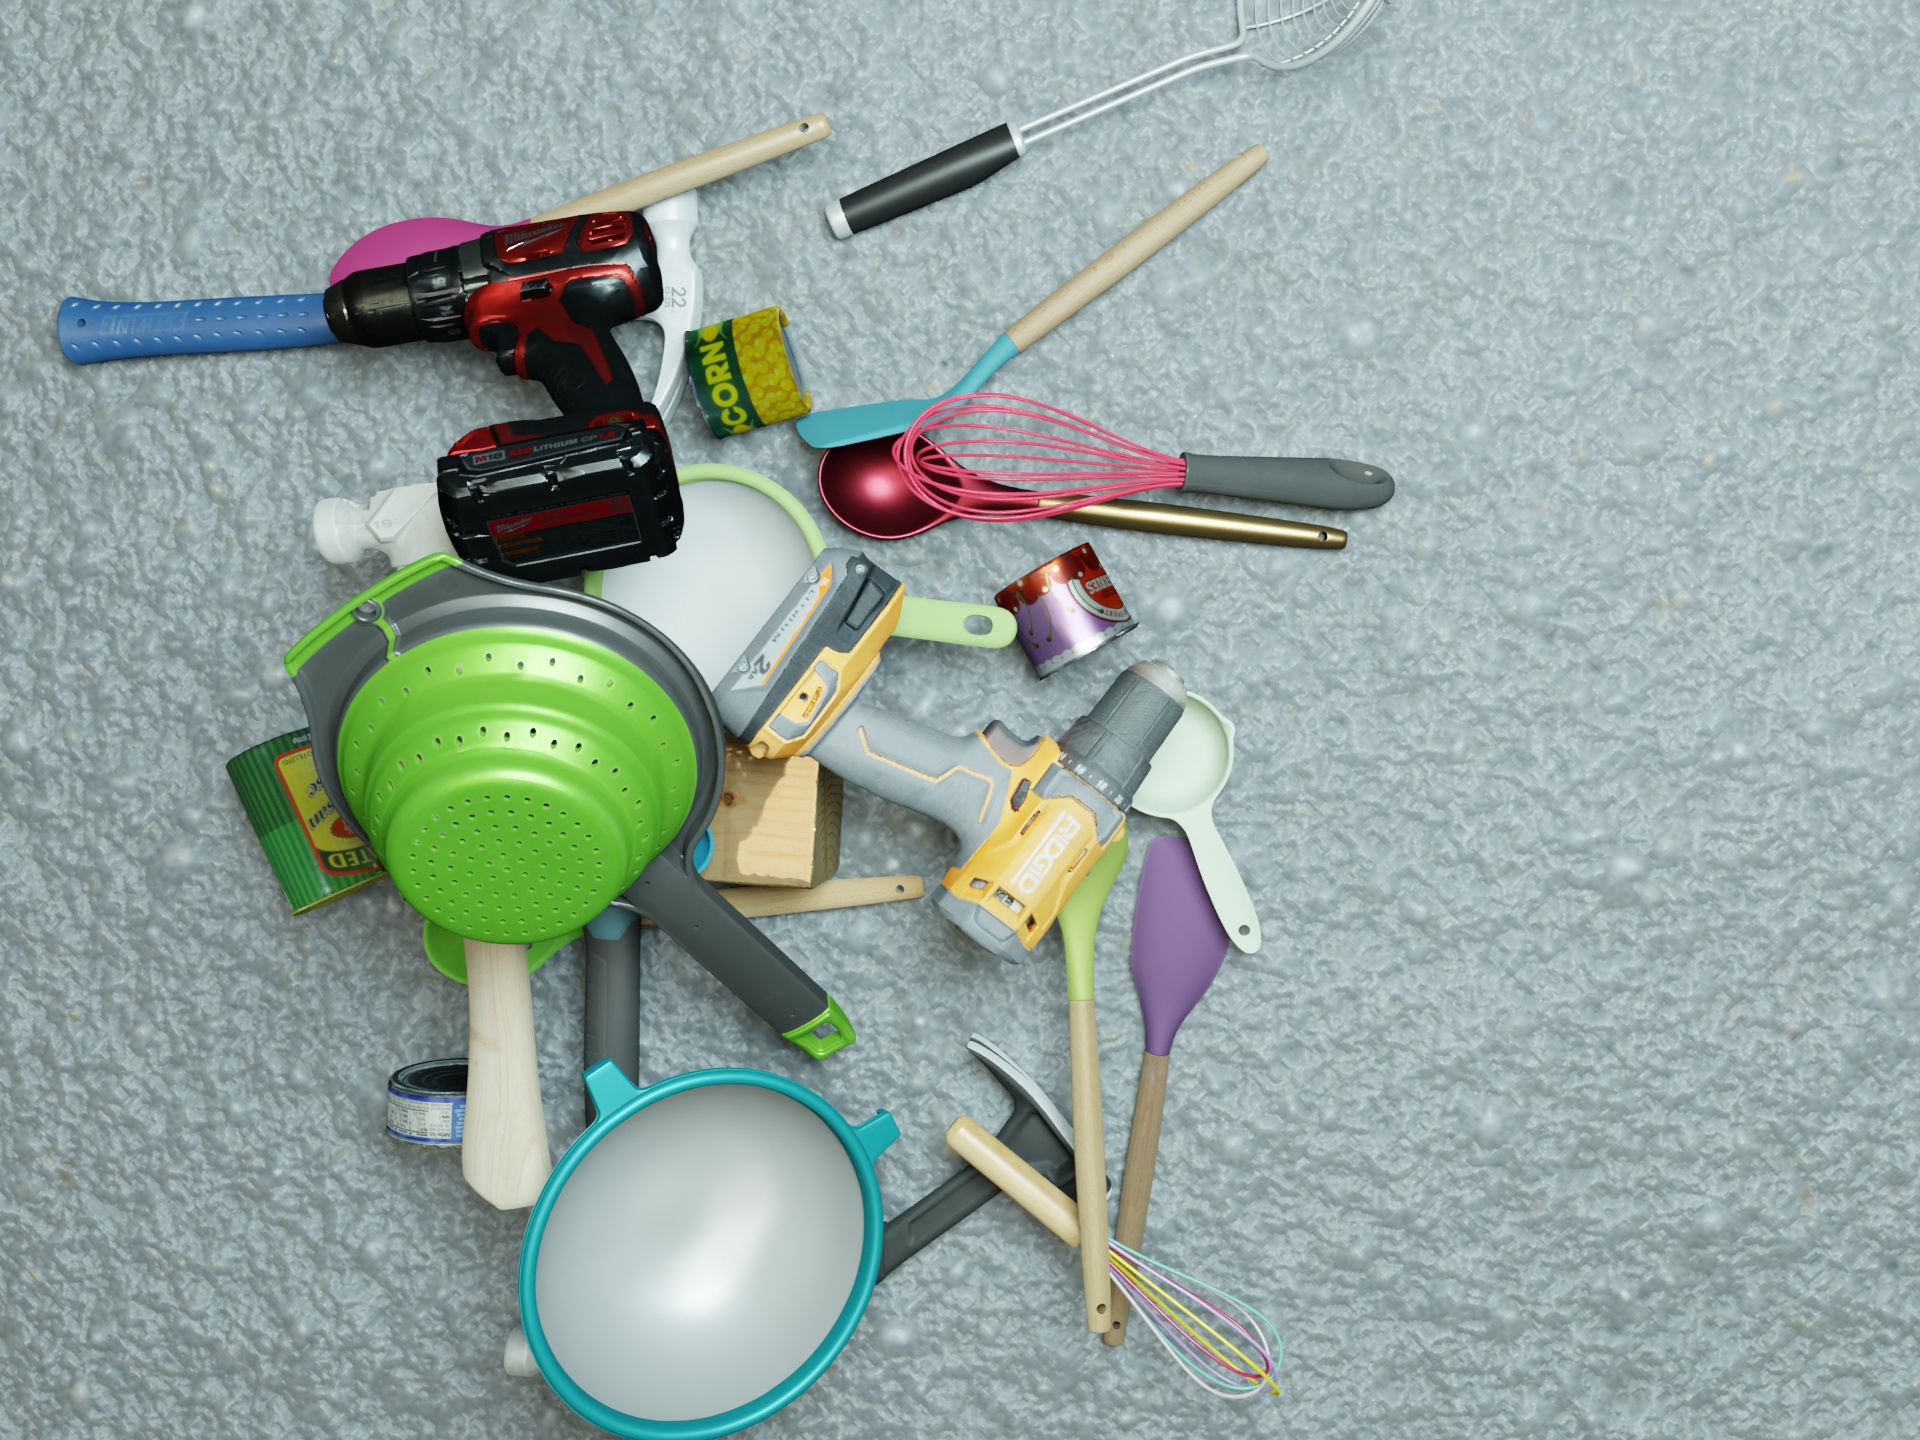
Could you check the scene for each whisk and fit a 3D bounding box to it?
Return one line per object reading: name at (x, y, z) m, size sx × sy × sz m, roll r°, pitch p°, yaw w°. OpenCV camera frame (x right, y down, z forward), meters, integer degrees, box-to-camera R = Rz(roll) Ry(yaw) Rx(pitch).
whisk at (0.092, 0.315, 0.936) m, size 0.245 × 0.047 × 0.051 m, roll 39°, pitch 98°, yaw 4°
whisk at (0.108, -0.144, 0.911) m, size 0.295 × 0.073 × 0.073 m, roll 3°, pitch 94°, yaw -8°

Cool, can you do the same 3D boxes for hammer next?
hammer at (-0.218, 0.259, 0.987) m, size 0.128 × 0.033 × 0.331 m, roll 3°, pitch 100°, yaw 5°
hammer at (-0.074, 0.339, 0.990) m, size 0.337 × 0.034 × 0.127 m, roll -39°, pitch 90°, yaw 7°
hammer at (-0.358, -0.245, 0.982) m, size 0.405 × 0.035 × 0.144 m, roll -2°, pitch 93°, yaw 6°
hammer at (-0.264, 0.070, 0.901) m, size 0.146 × 0.038 × 0.410 m, roll -7°, pitch 92°, yaw 5°

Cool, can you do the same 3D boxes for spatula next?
spatula at (0.119, 0.228, 0.971) m, size 0.060 × 0.018 × 0.316 m, roll 9°, pitch 94°, yaw 4°
spatula at (0.045, -0.246, 0.933) m, size 0.317 × 0.082 × 0.044 m, roll -37°, pitch 115°, yaw 2°

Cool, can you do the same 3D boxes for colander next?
colander at (-0.174, 0.093, 0.823) m, size 0.204 × 0.095 × 0.396 m, roll -30°, pitch 125°, yaw 14°

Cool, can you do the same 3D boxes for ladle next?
ladle at (0.072, -0.128, 0.950) m, size 0.315 × 0.031 × 0.069 m, roll 8°, pitch 96°, yaw 4°
ladle at (0.068, 0.189, 0.929) m, size 0.078 × 0.062 × 0.320 m, roll -2°, pitch 85°, yaw -14°

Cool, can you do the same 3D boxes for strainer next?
strainer at (-0.092, -0.068, 0.947) m, size 0.256 × 0.069 × 0.151 m, roll 7°, pitch 92°, yaw 6°
strainer at (-0.175, 0.359, 0.923) m, size 0.210 × 0.095 × 0.340 m, roll 17°, pitch 87°, yaw -26°

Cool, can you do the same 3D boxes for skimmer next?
skimmer at (0.080, -0.377, 0.901) m, size 0.363 × 0.090 × 0.127 m, roll -21°, pitch 59°, yaw 9°

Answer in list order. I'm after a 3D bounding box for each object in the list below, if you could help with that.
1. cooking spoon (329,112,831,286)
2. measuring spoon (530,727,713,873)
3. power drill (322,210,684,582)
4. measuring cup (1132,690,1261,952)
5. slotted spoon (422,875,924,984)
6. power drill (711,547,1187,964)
cooking spoon at (-0.227, -0.298, 0.938) m, size 0.319 × 0.017 × 0.069 m, roll -17°, pitch 92°, yaw 7°
measuring spoon at (-0.192, 0.041, 0.889) m, size 0.128 × 0.021 × 0.042 m, roll 42°, pitch 86°, yaw -10°
power drill at (-0.247, -0.183, 0.863) m, size 0.188 × 0.080 × 0.227 m, roll -12°, pitch 57°, yaw -6°
measuring cup at (0.141, 0.059, 0.949) m, size 0.083 × 0.038 × 0.167 m, roll -23°, pitch 93°, yaw 7°
slotted spoon at (-0.178, 0.119, 0.992) m, size 0.314 × 0.031 × 0.070 m, roll -6°, pitch 93°, yaw 4°
power drill at (-0.001, -0.003, 0.867) m, size 0.226 × 0.084 × 0.185 m, roll 38°, pitch 87°, yaw -7°
